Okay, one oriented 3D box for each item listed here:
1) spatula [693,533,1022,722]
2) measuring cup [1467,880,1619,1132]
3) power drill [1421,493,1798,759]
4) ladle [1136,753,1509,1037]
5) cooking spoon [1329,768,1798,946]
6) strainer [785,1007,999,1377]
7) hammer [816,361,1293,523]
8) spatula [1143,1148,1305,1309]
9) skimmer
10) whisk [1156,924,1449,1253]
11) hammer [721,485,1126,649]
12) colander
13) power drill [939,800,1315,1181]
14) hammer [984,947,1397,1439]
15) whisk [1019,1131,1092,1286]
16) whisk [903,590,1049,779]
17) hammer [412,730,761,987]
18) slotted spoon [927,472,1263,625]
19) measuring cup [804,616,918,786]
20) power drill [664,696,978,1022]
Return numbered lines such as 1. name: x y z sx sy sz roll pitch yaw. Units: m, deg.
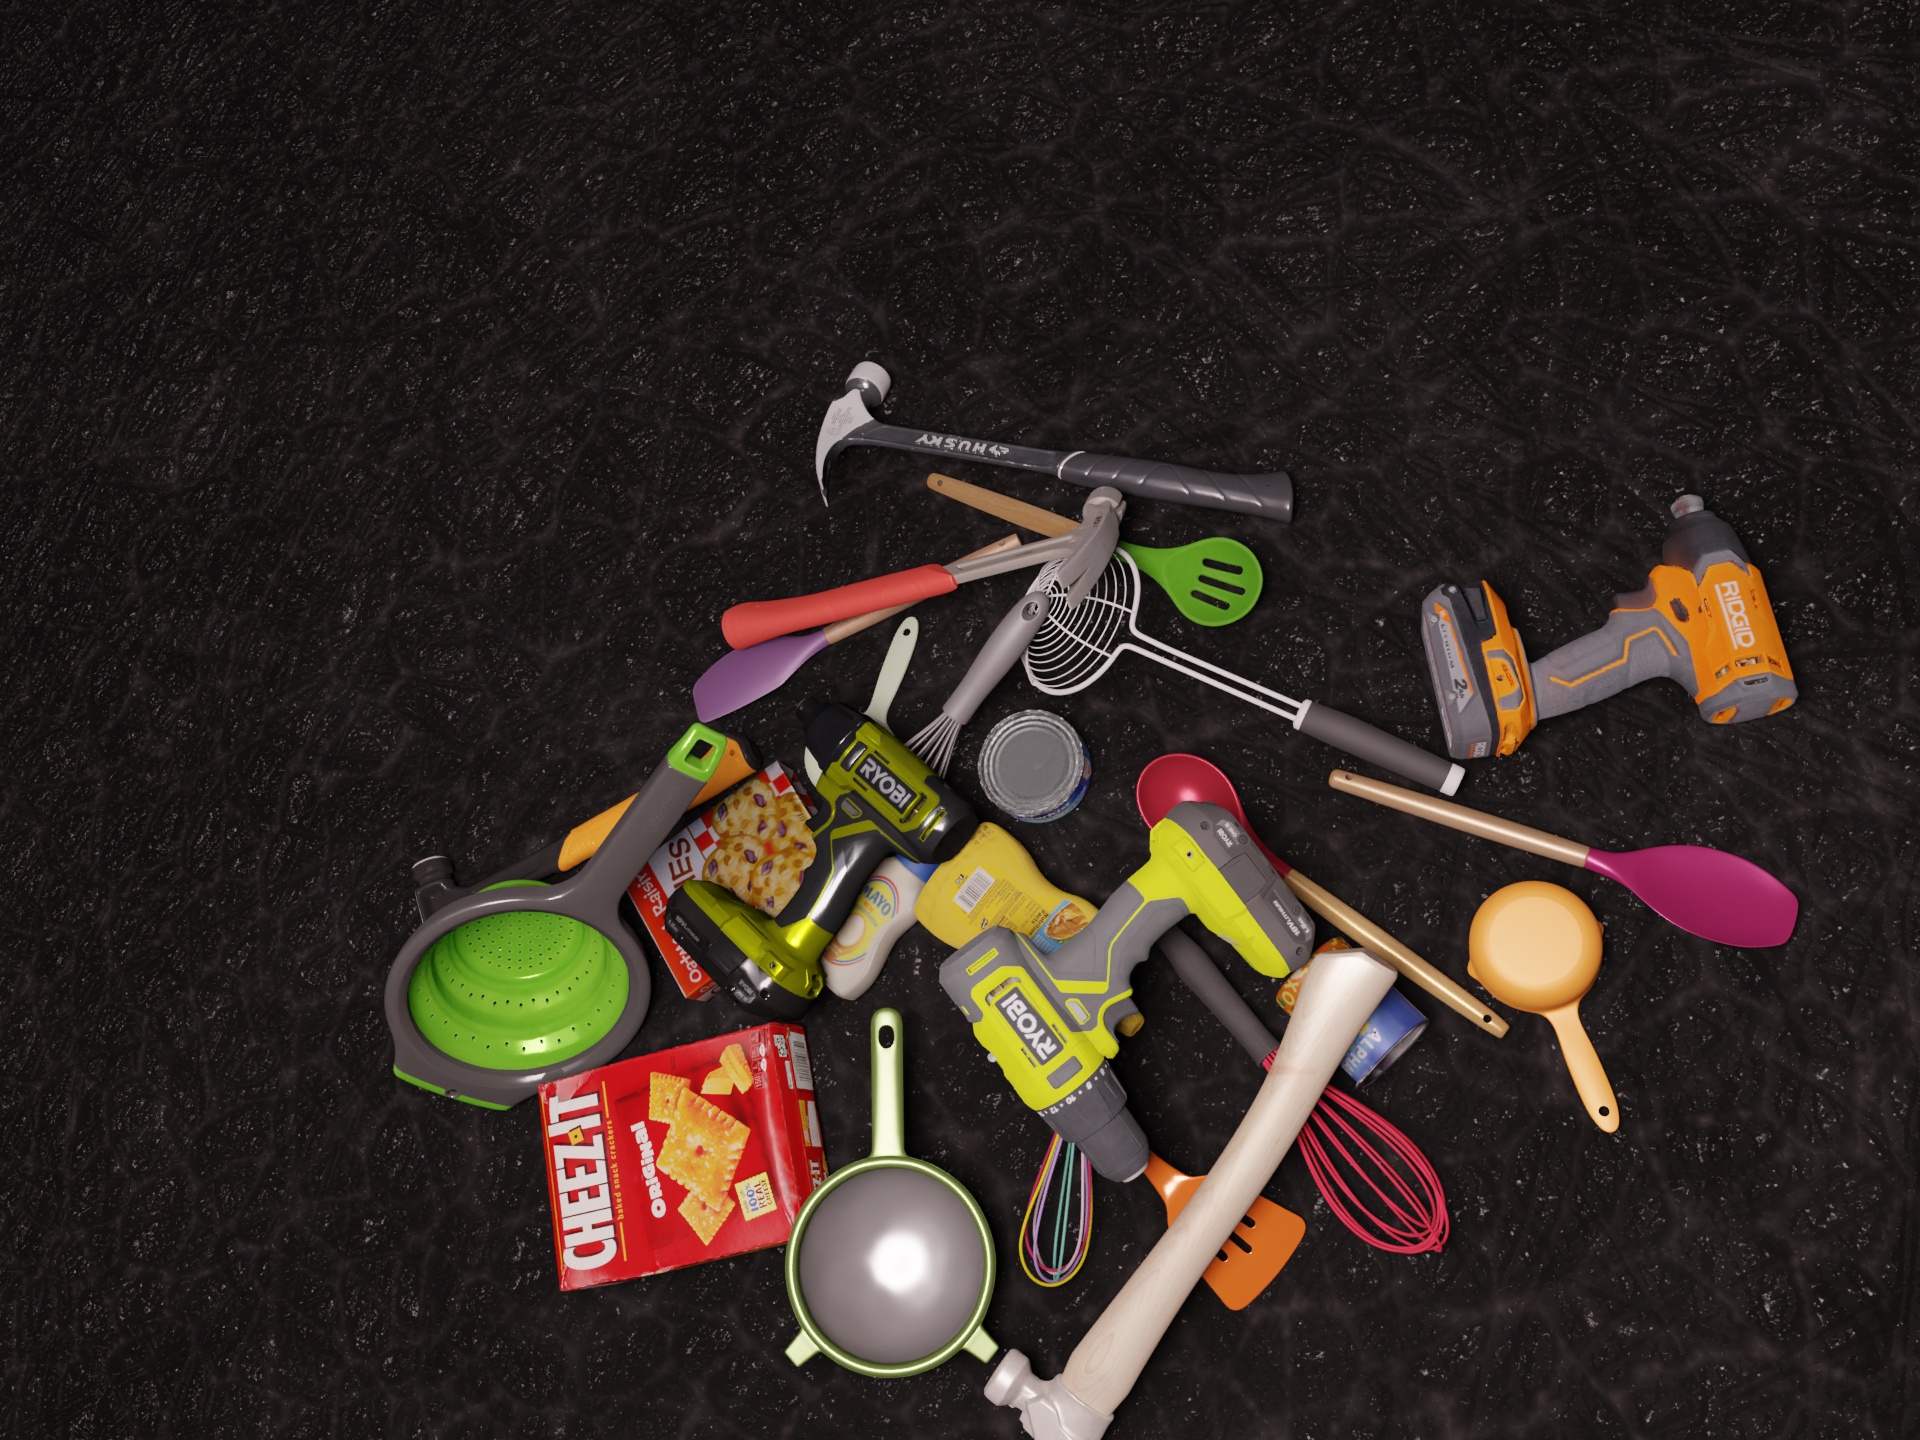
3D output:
1. spatula: -0.091 -0.084 1.346 0.316 0.018 0.060 -25 56 12
2. measuring cup: 0.404 0.191 1.071 0.095 0.052 0.174 -22 67 13
3. power drill: 0.446 -0.066 1.119 0.226 0.084 0.164 -11 71 12
4. ladle: 0.260 0.128 1.157 0.316 0.031 0.069 37 92 23
5. cooking spoon: 0.413 0.088 1.116 0.319 0.017 0.069 19 62 24
6. strainer: -0.050 0.345 1.175 0.151 0.069 0.256 -3 73 2
7. hammer: 0.071 -0.209 1.298 0.409 0.036 0.149 13 55 18
8. spatula: 0.103 0.291 1.168 0.323 0.041 0.081 39 91 29
9. skimmer: 0.206 -0.027 1.214 0.363 0.090 0.127 25 91 15
10. whisk: 0.230 0.251 1.115 0.073 0.073 0.296 -43 61 4
11. hammer: -0.045 -0.102 1.271 0.359 0.036 0.149 -11 28 29
12. colander: -0.310 0.137 1.270 0.397 0.204 0.095 -51 31 18
13. power drill: 0.125 0.182 1.089 0.228 0.080 0.190 -37 89 -7
14. hammer: 0.178 0.336 1.069 0.146 0.038 0.410 33 99 16
15. whisk: 0.078 0.281 1.130 0.047 0.051 0.245 7 88 12
16. whisk: -0.001 -0.003 1.243 0.055 0.055 0.239 44 110 24
17. hammer: -0.316 0.109 1.362 0.337 0.034 0.127 -28 67 10
18. slotted spoon: 0.104 -0.150 1.292 0.314 0.031 0.070 24 95 26
19. measuring cup: -0.075 -0.012 1.308 0.083 0.038 0.167 19 84 23
20. power drill: -0.115 0.103 1.218 0.171 0.080 0.223 40 93 24
